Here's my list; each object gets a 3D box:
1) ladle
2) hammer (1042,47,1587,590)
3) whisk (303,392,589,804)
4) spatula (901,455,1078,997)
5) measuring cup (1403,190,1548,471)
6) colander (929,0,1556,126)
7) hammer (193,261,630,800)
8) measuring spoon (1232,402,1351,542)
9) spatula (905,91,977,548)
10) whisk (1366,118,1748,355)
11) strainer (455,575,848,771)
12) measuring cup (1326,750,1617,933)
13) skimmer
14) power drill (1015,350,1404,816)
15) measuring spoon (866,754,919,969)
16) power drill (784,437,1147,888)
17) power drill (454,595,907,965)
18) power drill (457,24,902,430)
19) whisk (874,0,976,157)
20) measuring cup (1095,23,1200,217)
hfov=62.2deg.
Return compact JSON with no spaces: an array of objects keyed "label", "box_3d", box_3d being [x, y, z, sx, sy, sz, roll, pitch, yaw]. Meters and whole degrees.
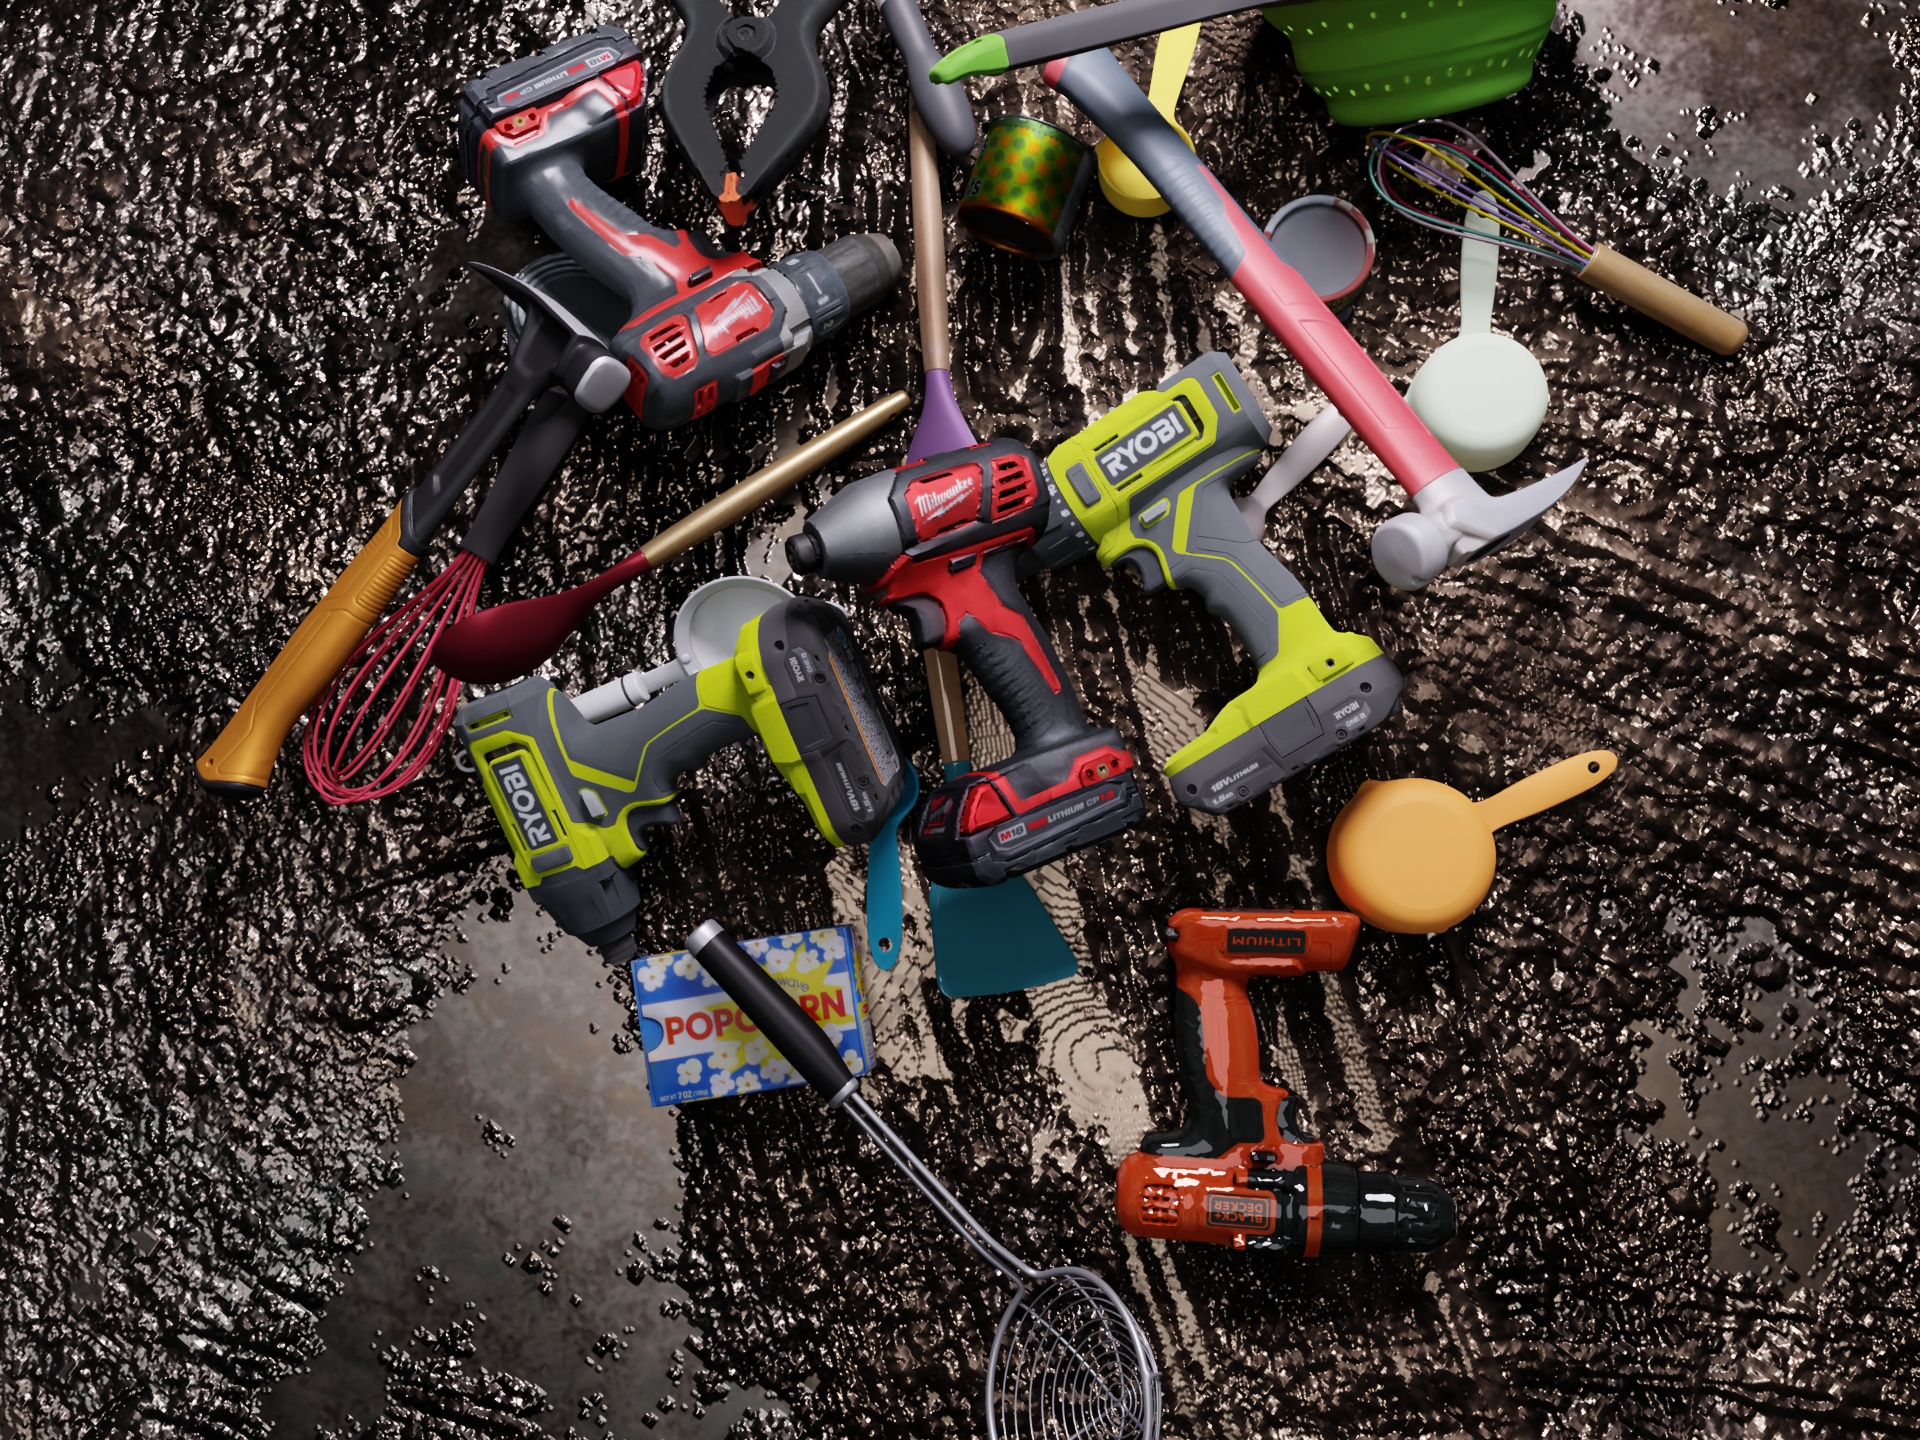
[{"label":"ladle","box_3d":[-0.161,-0.107,0.925,0.315,0.069,0.031,-34,69,-10]},{"label":"hammer","box_3d":[0.179,-0.248,0.878,0.143,0.038,0.386,-26,72,-29]},{"label":"whisk","box_3d":[-0.296,-0.081,0.943,0.073,0.073,0.296,27,82,7]},{"label":"spatula","box_3d":[-0.001,-0.003,0.915,0.082,0.044,0.317,-7,82,-17]},{"label":"measuring cup","box_3d":[0.300,-0.228,0.912,0.083,0.038,0.167,4,86,5]},{"label":"colander","box_3d":[0.179,-0.363,0.868,0.397,0.205,0.094,-18,115,-10]},{"label":"hammer","box_3d":[-0.323,-0.096,0.889,0.127,0.034,0.337,42,97,29]},{"label":"measuring spoon","box_3d":[0.191,-0.146,0.923,0.034,0.018,0.124,43,92,7]},{"label":"spatula","box_3d":[-0.017,-0.227,0.935,0.060,0.018,0.316,-10,77,32]},{"label":"whisk","box_3d":[0.336,-0.270,0.897,0.245,0.047,0.051,27,66,-3]},{"label":"strainer","box_3d":[-0.184,-0.024,0.935,0.258,0.050,0.086,-23,119,8]},{"label":"measuring cup","box_3d":[0.289,0.057,0.879,0.173,0.052,0.095,-26,83,4]},{"label":"skimmer","box_3d":[-0.035,0.254,0.834,0.363,0.090,0.127,46,122,8]},{"label":"power drill","box_3d":[0.121,-0.065,0.890,0.190,0.080,0.228,-32,81,15]},{"label":"measuring spoon","box_3d":[-0.044,0.081,0.928,0.042,0.021,0.128,0,94,5]},{"label":"power drill","box_3d":[0.002,-0.029,0.835,0.143,0.078,0.219,-20,92,-23]},{"label":"power drill","box_3d":[-0.152,0.035,0.892,0.223,0.080,0.171,-19,101,14]},{"label":"power drill","box_3d":[-0.162,-0.291,0.926,0.188,0.080,0.227,-35,80,-25]},{"label":"whisk","box_3d":[-0.053,-0.463,0.950,0.070,0.070,0.285,-24,84,2]},{"label":"measuring cup","box_3d":[0.122,-0.371,0.953,0.062,0.029,0.157,14,74,6]}]
